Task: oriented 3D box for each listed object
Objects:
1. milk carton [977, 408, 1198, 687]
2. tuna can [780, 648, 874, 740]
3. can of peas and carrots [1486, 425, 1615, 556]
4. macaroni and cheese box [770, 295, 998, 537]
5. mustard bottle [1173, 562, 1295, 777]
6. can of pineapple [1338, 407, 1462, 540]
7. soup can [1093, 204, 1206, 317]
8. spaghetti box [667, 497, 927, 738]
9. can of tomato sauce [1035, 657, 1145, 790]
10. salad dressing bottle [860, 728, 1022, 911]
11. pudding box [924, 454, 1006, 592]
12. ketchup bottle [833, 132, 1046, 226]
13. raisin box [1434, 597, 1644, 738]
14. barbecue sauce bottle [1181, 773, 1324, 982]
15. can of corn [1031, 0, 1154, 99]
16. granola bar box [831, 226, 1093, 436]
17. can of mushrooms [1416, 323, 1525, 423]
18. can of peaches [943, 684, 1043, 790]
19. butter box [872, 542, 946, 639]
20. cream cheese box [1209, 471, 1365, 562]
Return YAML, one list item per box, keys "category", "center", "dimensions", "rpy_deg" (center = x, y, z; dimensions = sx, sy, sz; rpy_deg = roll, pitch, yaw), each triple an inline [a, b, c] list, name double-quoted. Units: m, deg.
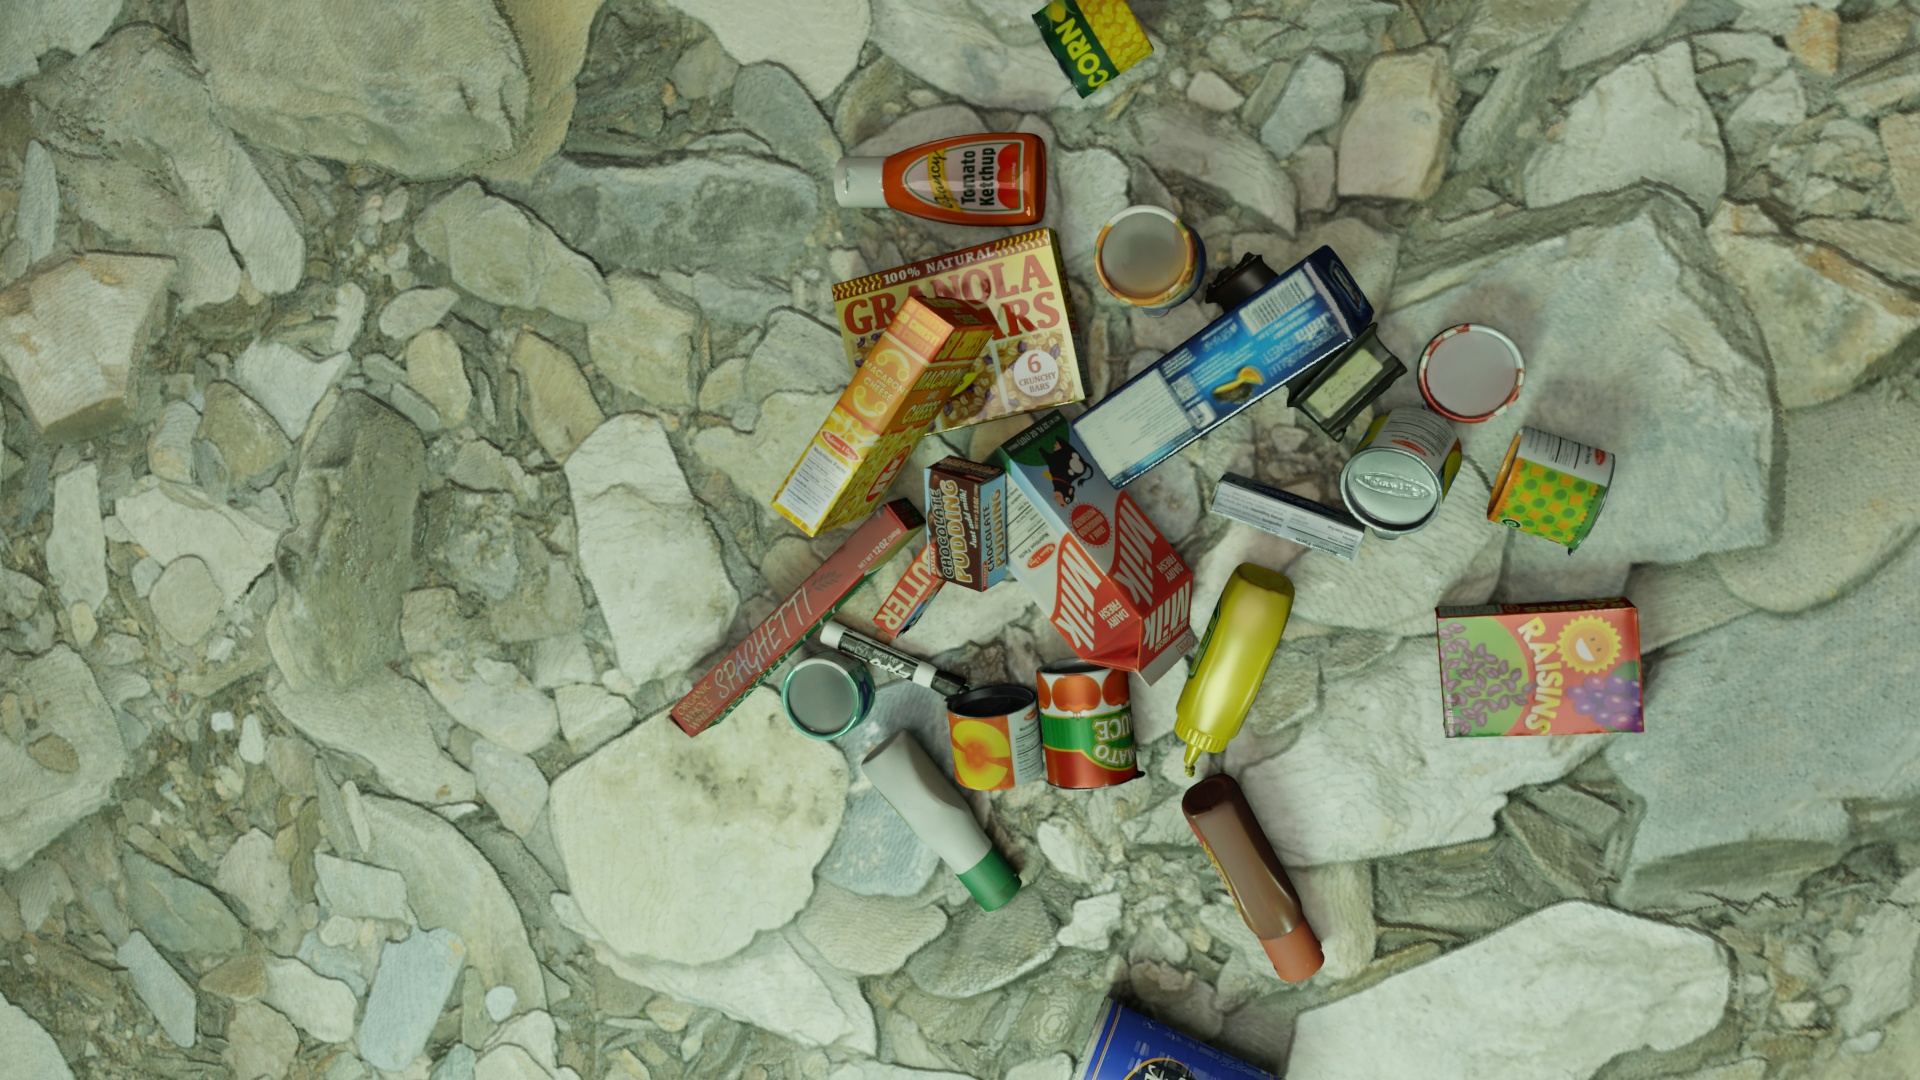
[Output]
- category: "milk carton"
  center: [0.089, 0.011, 0.966]
  dimensions: [0.190, 0.073, 0.073]
  rpy_deg: [52, 138, 5]
- category: "tuna can"
  center: [-0.102, 0.121, 1.066]
  dimensions: [0.071, 0.033, 0.071]
  rpy_deg: [2, 97, 15]
- category: "can of peas and carrots"
  center: [0.379, -0.032, 0.896]
  dimensions: [0.059, 0.071, 0.070]
  rpy_deg: [21, 102, 13]
- category: "macaroni and cheese box"
  center: [-0.049, -0.087, 0.937]
  dimensions: [0.040, 0.124, 0.166]
  rpy_deg: [37, 106, 7]
- category: "mustard bottle"
  center: [0.184, 0.096, 0.968]
  dimensions: [0.049, 0.065, 0.159]
  rpy_deg: [22, 106, 8]
- category: "can of pineapple"
  center: [0.289, -0.045, 0.912]
  dimensions: [0.071, 0.058, 0.070]
  rpy_deg: [19, 131, 24]
- category: "soup can"
  center: [0.129, -0.187, 0.937]
  dimensions: [0.071, 0.084, 0.071]
  rpy_deg: [2, 98, 15]
- category: "spaghetti box"
  center: [-0.125, 0.061, 1.056]
  dimensions: [0.249, 0.050, 0.029]
  rpy_deg: [-43, 84, 16]
- category: "can of tomato sauce"
  center: [0.092, 0.130, 0.995]
  dimensions: [0.071, 0.071, 0.083]
  rpy_deg: [-5, 95, 16]
- category: "salad dressing bottle"
  center: [-0.013, 0.211, 1.040]
  dimensions: [0.044, 0.064, 0.147]
  rpy_deg: [-38, 94, 7]
- category: "pudding box"
  center: [0.003, -0.012, 0.948]
  dimensions: [0.050, 0.030, 0.083]
  rpy_deg: [18, 122, 35]
- category: "ketchup bottle"
  center: [-0.015, -0.256, 0.990]
  dimensions: [0.149, 0.043, 0.064]
  rpy_deg: [3, 98, 16]
- category: "raisin box"
  center: [0.383, 0.086, 0.923]
  dimensions: [0.123, 0.040, 0.086]
  rpy_deg: [-4, 95, 17]
- category: "barbecue sauce bottle"
  center: [0.209, 0.240, 0.981]
  dimensions: [0.043, 0.065, 0.148]
  rpy_deg: [-28, 98, 9]
- category: "can of corn"
  center: [0.090, -0.341, 0.936]
  dimensions: [0.058, 0.071, 0.071]
  rpy_deg: [-30, 88, 16]
- category: "granola bar box"
  center: [0.001, -0.144, 1.001]
  dimensions: [0.165, 0.039, 0.124]
  rpy_deg: [-12, 95, 17]
- category: "can of mushrooms"
  center: [0.335, -0.108, 0.916]
  dimensions: [0.071, 0.033, 0.071]
  rpy_deg: [2, 98, 15]
- category: "can of peaches"
  center: [0.024, 0.143, 1.014]
  dimensions: [0.071, 0.071, 0.058]
  rpy_deg: [-4, 103, 16]
- category: "butter box"
  center: [-0.021, 0.022, 1.021]
  dimensions: [0.024, 0.053, 0.103]
  rpy_deg: [38, 105, 6]
- category: "cream cheese box"
  center: [0.223, -0.017, 0.947]
  dimensions: [0.104, 0.053, 0.024]
  rpy_deg: [21, 104, 12]
